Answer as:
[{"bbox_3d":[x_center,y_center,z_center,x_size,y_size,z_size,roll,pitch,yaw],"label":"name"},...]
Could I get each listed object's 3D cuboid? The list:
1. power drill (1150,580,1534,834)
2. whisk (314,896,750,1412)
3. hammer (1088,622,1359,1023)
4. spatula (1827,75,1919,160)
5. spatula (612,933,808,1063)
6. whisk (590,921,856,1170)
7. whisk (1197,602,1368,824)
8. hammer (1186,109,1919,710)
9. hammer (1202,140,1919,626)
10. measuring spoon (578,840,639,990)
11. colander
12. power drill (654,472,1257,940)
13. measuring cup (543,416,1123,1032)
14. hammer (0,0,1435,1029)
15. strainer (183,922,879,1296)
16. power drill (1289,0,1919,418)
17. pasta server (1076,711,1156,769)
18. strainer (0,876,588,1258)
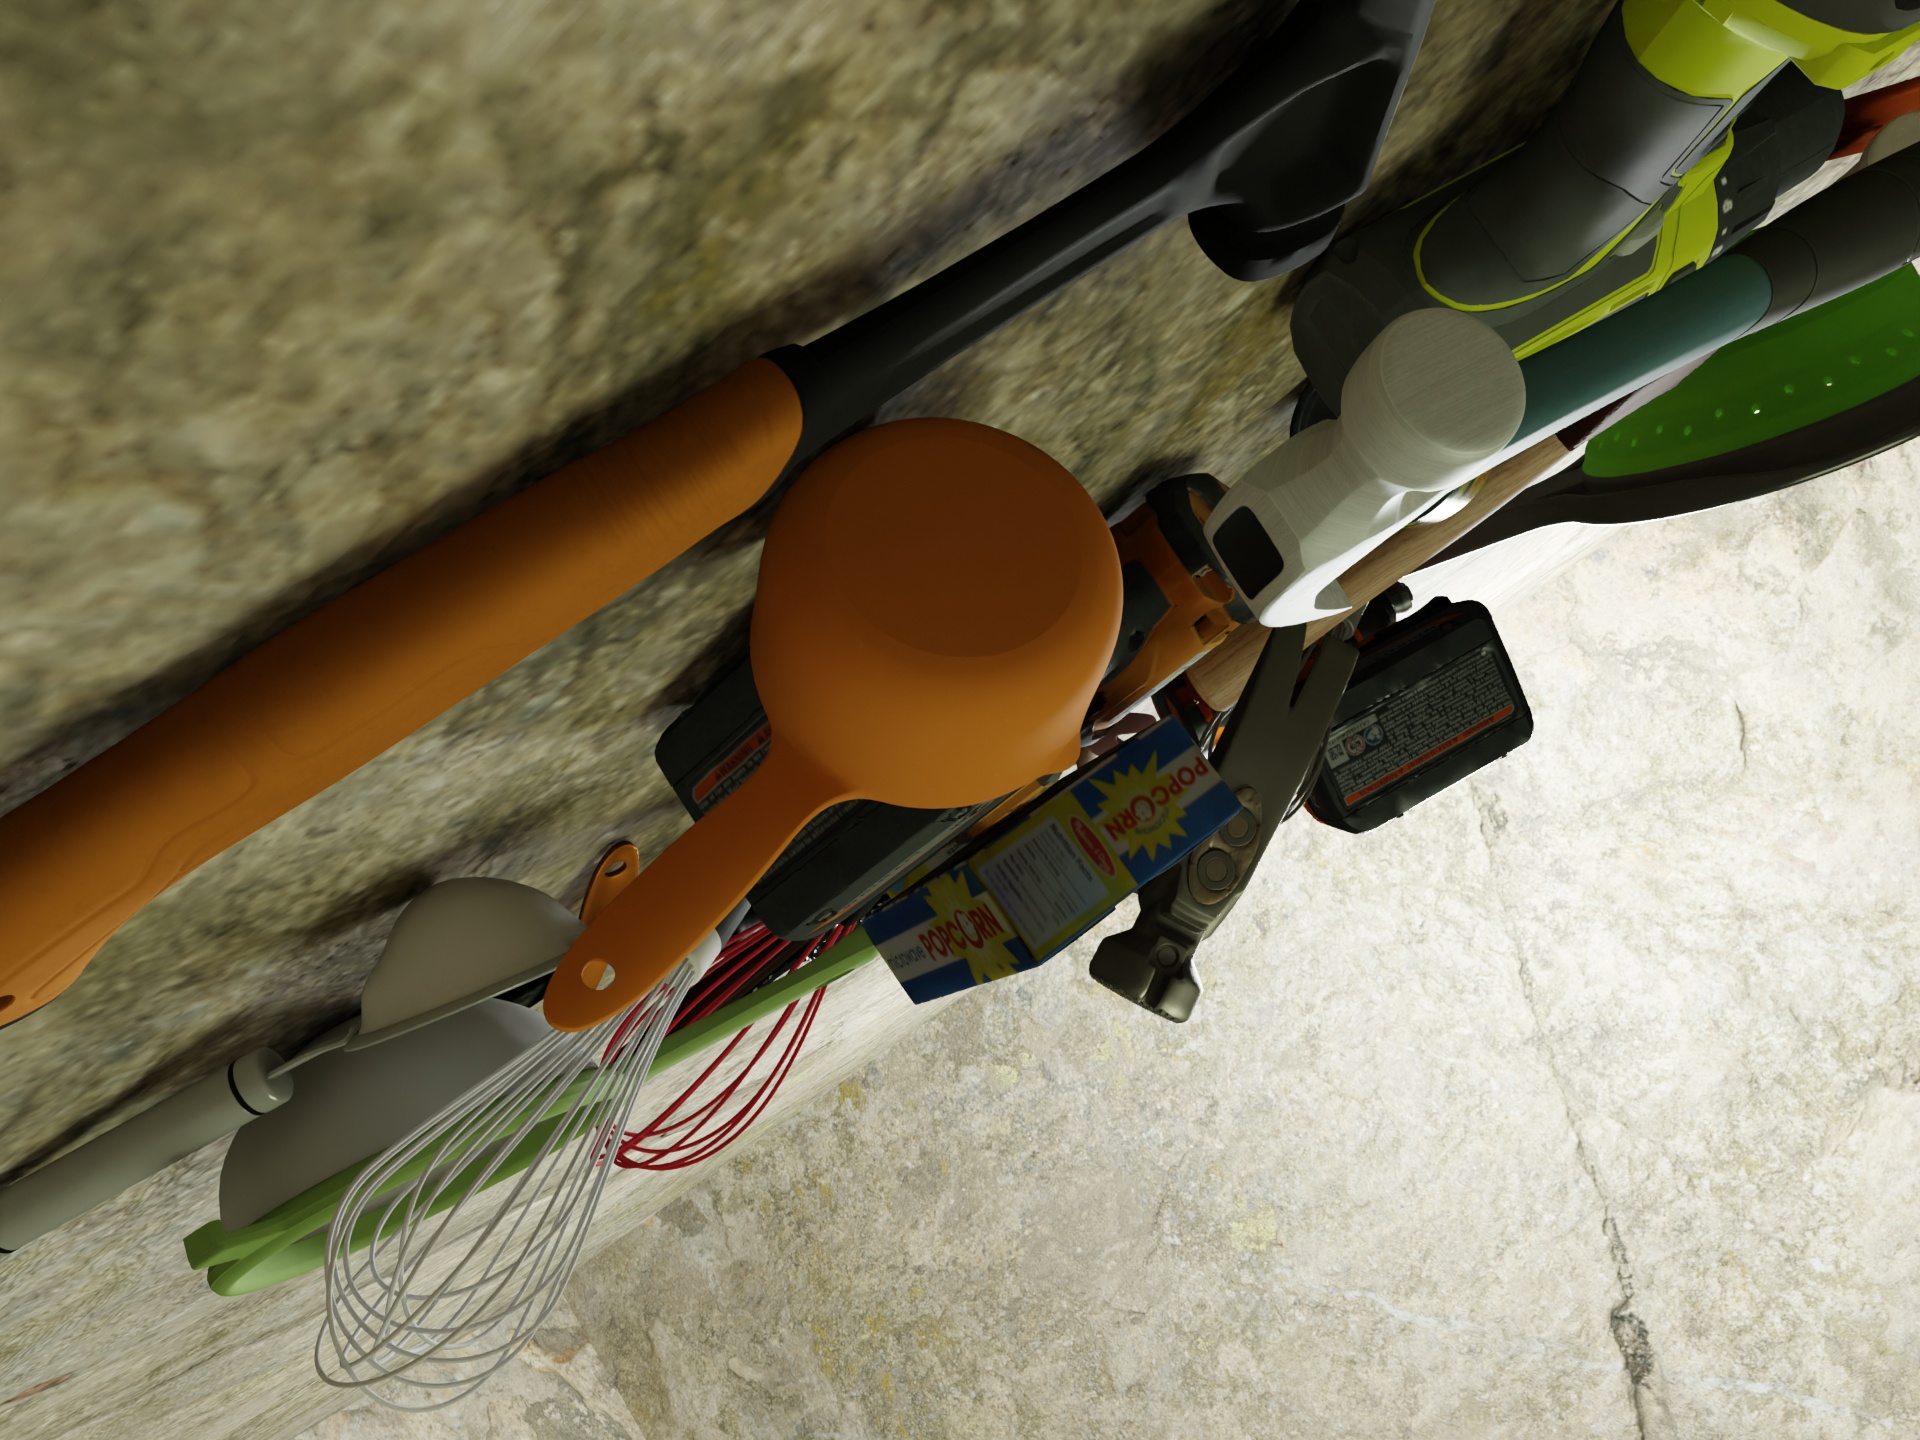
[{"bbox_3d":[0.208,-0.024,0.857,0.164,0.084,0.226,-29,-166,-5],"label":"power drill"},{"bbox_3d":[-0.108,0.095,0.518,0.070,0.070,0.285,-44,-172,39],"label":"whisk"},{"bbox_3d":[0.062,0.043,0.732,0.146,0.038,0.410,-62,-173,-7],"label":"hammer"},{"bbox_3d":[0.233,-0.156,0.646,0.322,0.041,0.081,-37,171,18],"label":"spatula"},{"bbox_3d":[-0.069,0.092,0.788,0.316,0.018,0.059,-37,158,-34],"label":"spatula"},{"bbox_3d":[-0.055,0.083,0.694,0.296,0.073,0.073,-47,170,-8],"label":"whisk"},{"bbox_3d":[0.169,-0.045,0.733,0.239,0.055,0.055,-58,179,-25],"label":"whisk"},{"bbox_3d":[0.231,-0.111,0.645,0.331,0.031,0.130,-37,174,15],"label":"hammer"},{"bbox_3d":[0.195,-0.107,0.386,0.331,0.033,0.128,-28,172,-20],"label":"hammer"},{"bbox_3d":[-0.142,0.083,0.607,0.021,0.011,0.116,-13,142,-38],"label":"measuring spoon"},{"bbox_3d":[0.302,-0.150,0.782,0.397,0.094,0.204,-20,-168,28],"label":"colander"},{"bbox_3d":[-0.001,-0.002,0.543,0.185,0.084,0.226,-39,172,32],"label":"power drill"},{"bbox_3d":[-0.030,-0.002,0.358,0.174,0.095,0.052,-47,169,-28],"label":"measuring cup"},{"bbox_3d":[-0.059,-0.044,0.300,0.337,0.034,0.127,-33,170,-4],"label":"hammer"},{"bbox_3d":[-0.154,0.116,0.582,0.256,0.069,0.151,-25,167,-20],"label":"strainer"},{"bbox_3d":[0.202,-0.171,0.407,0.190,0.080,0.228,-30,171,-14],"label":"power drill"},{"bbox_3d":[0.086,0.013,0.943,0.040,0.060,0.316,-6,172,3],"label":"pasta server"},{"bbox_3d":[-0.209,0.105,0.487,0.258,0.050,0.087,-29,-179,2],"label":"strainer"}]
